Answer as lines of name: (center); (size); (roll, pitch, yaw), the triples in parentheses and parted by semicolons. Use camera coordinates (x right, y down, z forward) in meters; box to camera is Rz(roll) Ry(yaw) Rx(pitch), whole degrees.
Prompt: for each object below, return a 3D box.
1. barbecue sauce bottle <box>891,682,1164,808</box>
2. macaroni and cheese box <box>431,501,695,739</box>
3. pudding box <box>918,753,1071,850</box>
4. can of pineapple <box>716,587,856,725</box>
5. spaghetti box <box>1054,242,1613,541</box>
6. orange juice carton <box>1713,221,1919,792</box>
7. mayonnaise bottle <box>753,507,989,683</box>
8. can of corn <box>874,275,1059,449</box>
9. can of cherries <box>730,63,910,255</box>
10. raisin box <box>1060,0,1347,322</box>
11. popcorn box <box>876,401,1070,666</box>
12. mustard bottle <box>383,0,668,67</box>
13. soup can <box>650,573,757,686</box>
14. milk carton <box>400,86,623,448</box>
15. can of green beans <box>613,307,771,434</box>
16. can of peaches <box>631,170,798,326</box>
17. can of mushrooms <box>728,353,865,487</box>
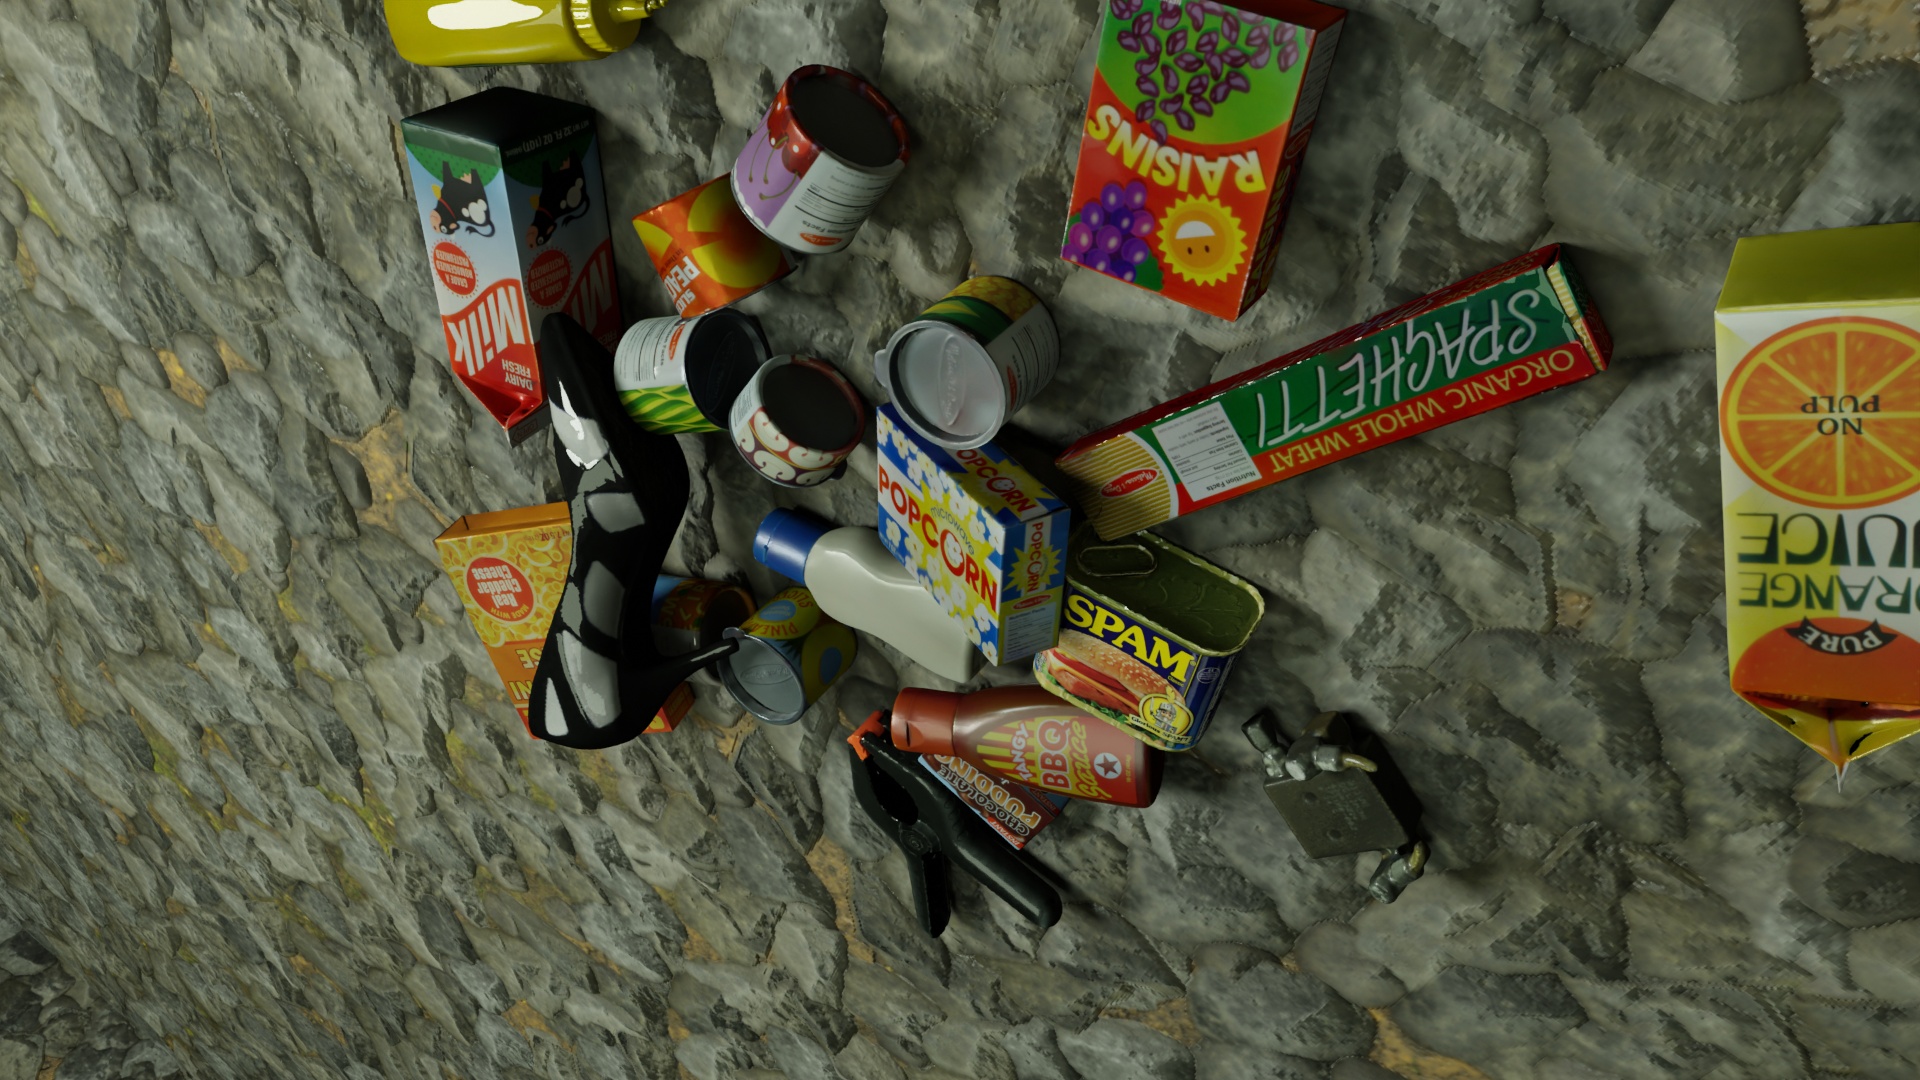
barbecue sauce bottle: (0.036, 0.107, 0.768); (0.148, 0.044, 0.064); (5, 114, 20)
macaroni and cheese box: (-0.268, 0.056, 0.950); (0.123, 0.040, 0.165); (-6, 118, 22)
pudding box: (0.021, 0.139, 0.829); (0.084, 0.030, 0.049); (42, 135, 3)
can of pineapple: (-0.106, 0.068, 0.850); (0.071, 0.058, 0.070); (18, 129, 24)
spaghetti box: (0.150, -0.057, 0.603); (0.249, 0.029, 0.050); (-21, 107, 42)
orange juice carton: (0.315, -0.008, 0.492); (0.073, 0.072, 0.192); (2, 120, 35)
mayonnaise bottle: (-0.049, 0.024, 0.792); (0.148, 0.041, 0.064); (25, 128, 20)
can of corn: (0.004, -0.087, 0.664); (0.071, 0.058, 0.070); (18, 129, 24)
can of cherries: (-0.066, -0.178, 0.645); (0.071, 0.072, 0.058); (46, 135, 0)
raisin box: (0.094, -0.161, 0.563); (0.086, 0.040, 0.122); (24, 130, 19)
popcorn box: (0.002, -0.009, 0.696); (0.127, 0.038, 0.084); (45, 143, 44)
mustard bottle: (-0.210, -0.262, 0.690); (0.160, 0.065, 0.048); (8, 120, 26)
soup can: (-0.179, 0.054, 0.885); (0.084, 0.072, 0.071); (5, 123, 27)
milk carton: (-0.246, -0.148, 0.787); (0.073, 0.073, 0.189); (19, 129, 23)
can of green beans: (-0.146, -0.092, 0.761); (0.058, 0.071, 0.071); (-1, 119, 36)
can of peaches: (-0.126, -0.150, 0.703); (0.071, 0.071, 0.058); (-10, 113, 39)
can of mushrooms: (-0.084, -0.063, 0.738); (0.071, 0.071, 0.033); (46, 134, -1)
